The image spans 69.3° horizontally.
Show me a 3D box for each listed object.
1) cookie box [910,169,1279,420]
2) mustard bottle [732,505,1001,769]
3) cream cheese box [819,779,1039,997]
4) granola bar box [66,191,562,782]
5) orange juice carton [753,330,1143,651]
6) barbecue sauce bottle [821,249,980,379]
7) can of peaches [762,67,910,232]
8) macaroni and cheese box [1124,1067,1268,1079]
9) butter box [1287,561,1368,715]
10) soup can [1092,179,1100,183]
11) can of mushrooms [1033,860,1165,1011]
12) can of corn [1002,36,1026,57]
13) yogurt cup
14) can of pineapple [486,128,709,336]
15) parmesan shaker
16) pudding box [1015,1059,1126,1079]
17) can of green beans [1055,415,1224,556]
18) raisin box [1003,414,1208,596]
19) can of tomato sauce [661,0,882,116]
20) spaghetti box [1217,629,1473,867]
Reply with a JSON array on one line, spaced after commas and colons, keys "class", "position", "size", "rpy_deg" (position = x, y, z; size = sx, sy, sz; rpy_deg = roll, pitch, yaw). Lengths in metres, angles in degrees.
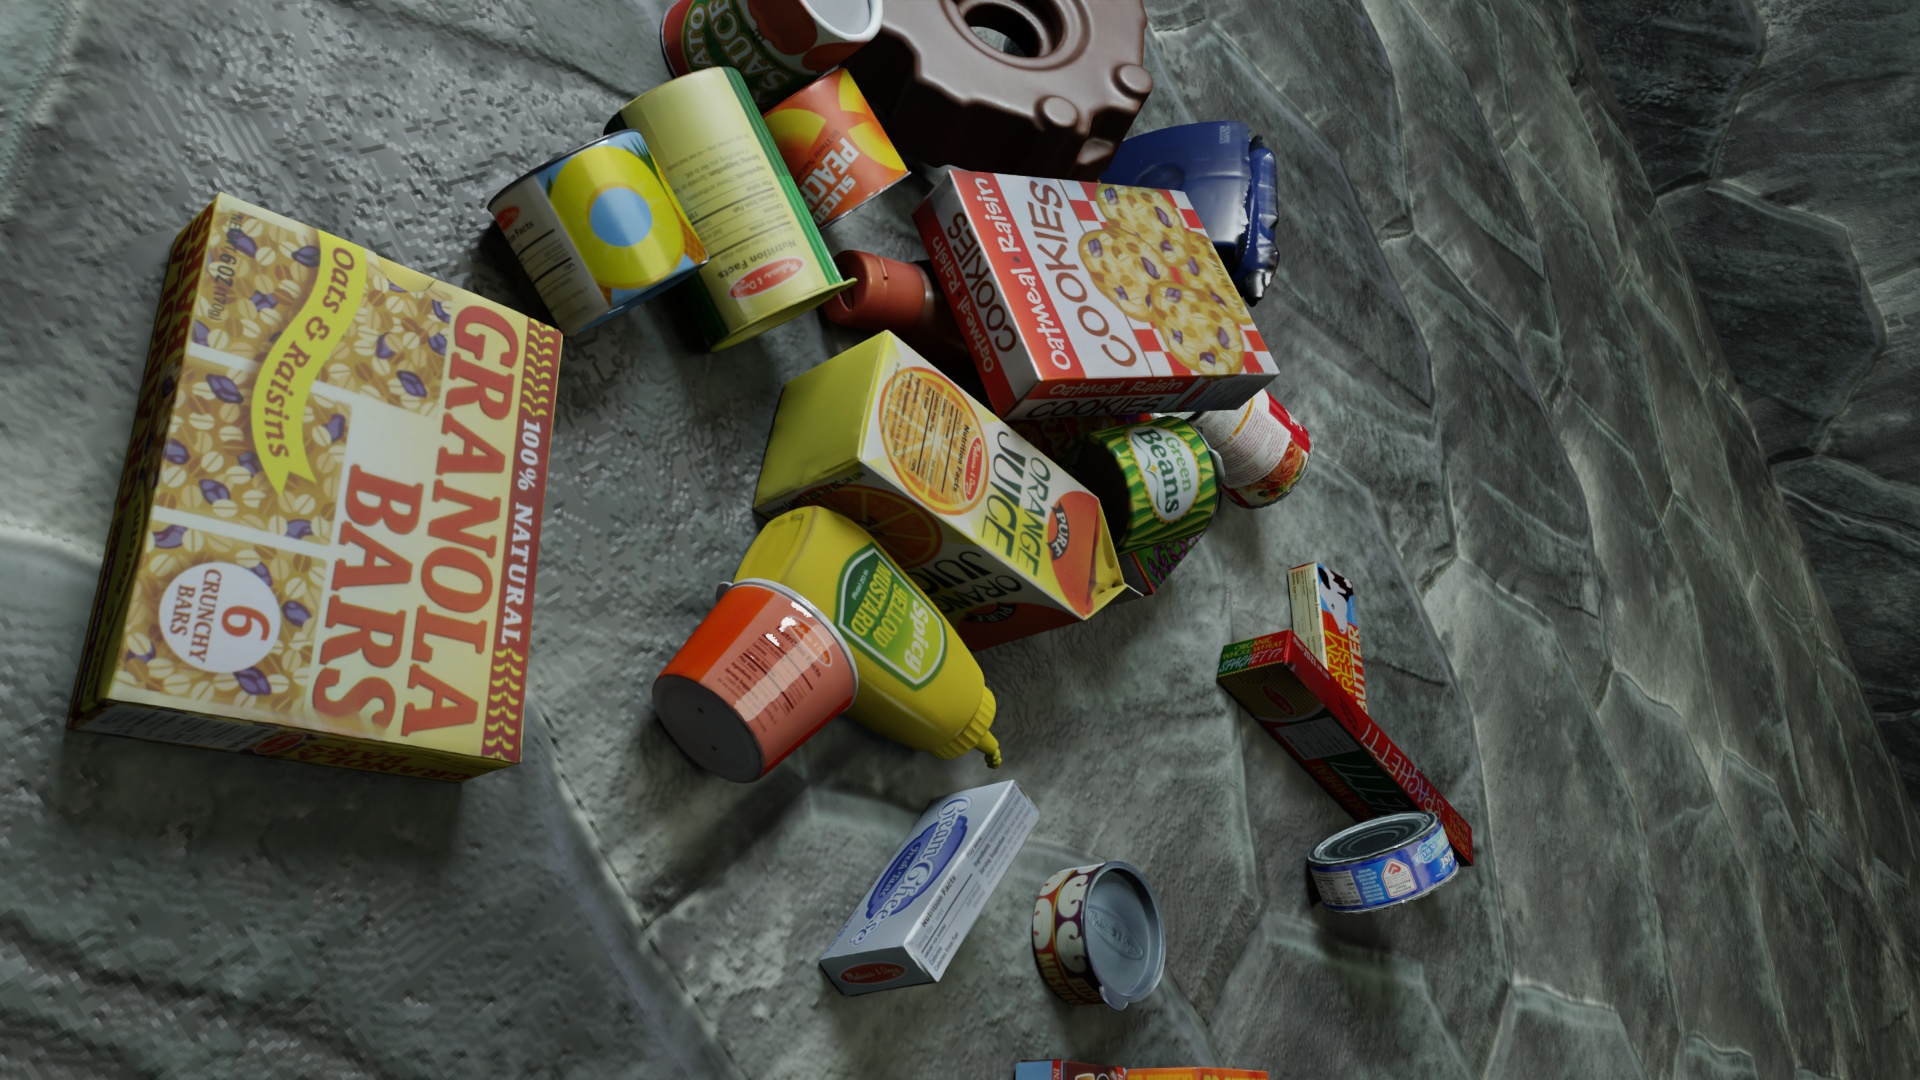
[{"class": "cookie box", "position": [0.070, -0.123, 0.708], "size": [0.168, 0.040, 0.123], "rpy_deg": [-6, 65, -37]}, {"class": "mustard bottle", "position": [-0.029, 0.053, 0.612], "size": [0.160, 0.048, 0.065], "rpy_deg": [44, 48, -28]}, {"class": "cream cheese box", "position": [-0.011, 0.146, 0.590], "size": [0.024, 0.053, 0.104], "rpy_deg": [57, 40, -13]}, {"class": "granola bar box", "position": [-0.199, -0.013, 0.452], "size": [0.124, 0.039, 0.166], "rpy_deg": [21, 59, -43]}, {"class": "orange juice carton", "position": [0.002, -0.008, 0.657], "size": [0.192, 0.071, 0.073], "rpy_deg": [35, 50, -35]}, {"class": "barbecue sauce bottle", "position": [-0.006, -0.117, 0.718], "size": [0.149, 0.043, 0.065], "rpy_deg": [5, 59, -47]}, {"class": "can of peaches", "position": [-0.067, -0.180, 0.655], "size": [0.058, 0.071, 0.071], "rpy_deg": [58, 40, -14]}, {"class": "macaroni and cheese box", "position": [0.117, 0.334, 0.643], "size": [0.123, 0.040, 0.167], "rpy_deg": [38, 46, -56]}, {"class": "butter box", "position": [0.251, 0.071, 0.949], "size": [0.053, 0.024, 0.104], "rpy_deg": [23, 57, -41]}, {"class": "soup can", "position": [0.064, -0.167, 0.800], "size": [0.072, 0.071, 0.083], "rpy_deg": [-41, 106, -49]}, {"class": "can of mushrooms", "position": [0.067, 0.193, 0.676], "size": [0.071, 0.033, 0.071], "rpy_deg": [23, 57, -43]}, {"class": "can of corn", "position": [0.060, -0.277, 0.843], "size": [0.071, 0.071, 0.058], "rpy_deg": [28, 54, -40]}, {"class": "yogurt cup", "position": [-0.082, 0.057, 0.540], "size": [0.054, 0.072, 0.072], "rpy_deg": [-47, 111, -39]}, {"class": "can of pineapple", "position": [-0.139, -0.121, 0.545], "size": [0.071, 0.071, 0.057], "rpy_deg": [-42, 108, -49]}, {"class": "parmesan shaker", "position": [-0.099, -0.143, 0.600], "size": [0.071, 0.071, 0.103], "rpy_deg": [-33, 100, -50]}, {"class": "pudding box", "position": [0.050, 0.278, 0.621], "size": [0.049, 0.030, 0.084], "rpy_deg": [28, 55, -41]}, {"class": "can of green beans", "position": [0.090, -0.028, 0.717], "size": [0.058, 0.071, 0.071], "rpy_deg": [-13, 84, -32]}, {"class": "raisin box", "position": [0.085, -0.036, 0.792], "size": [0.086, 0.040, 0.123], "rpy_deg": [-40, 104, -49]}, {"class": "can of tomato sauce", "position": [-0.088, -0.240, 0.644], "size": [0.071, 0.083, 0.071], "rpy_deg": [24, 57, -42]}, {"class": "spaghetti box", "position": [0.255, 0.143, 0.903], "size": [0.249, 0.050, 0.029], "rpy_deg": [43, 47, -29]}]
